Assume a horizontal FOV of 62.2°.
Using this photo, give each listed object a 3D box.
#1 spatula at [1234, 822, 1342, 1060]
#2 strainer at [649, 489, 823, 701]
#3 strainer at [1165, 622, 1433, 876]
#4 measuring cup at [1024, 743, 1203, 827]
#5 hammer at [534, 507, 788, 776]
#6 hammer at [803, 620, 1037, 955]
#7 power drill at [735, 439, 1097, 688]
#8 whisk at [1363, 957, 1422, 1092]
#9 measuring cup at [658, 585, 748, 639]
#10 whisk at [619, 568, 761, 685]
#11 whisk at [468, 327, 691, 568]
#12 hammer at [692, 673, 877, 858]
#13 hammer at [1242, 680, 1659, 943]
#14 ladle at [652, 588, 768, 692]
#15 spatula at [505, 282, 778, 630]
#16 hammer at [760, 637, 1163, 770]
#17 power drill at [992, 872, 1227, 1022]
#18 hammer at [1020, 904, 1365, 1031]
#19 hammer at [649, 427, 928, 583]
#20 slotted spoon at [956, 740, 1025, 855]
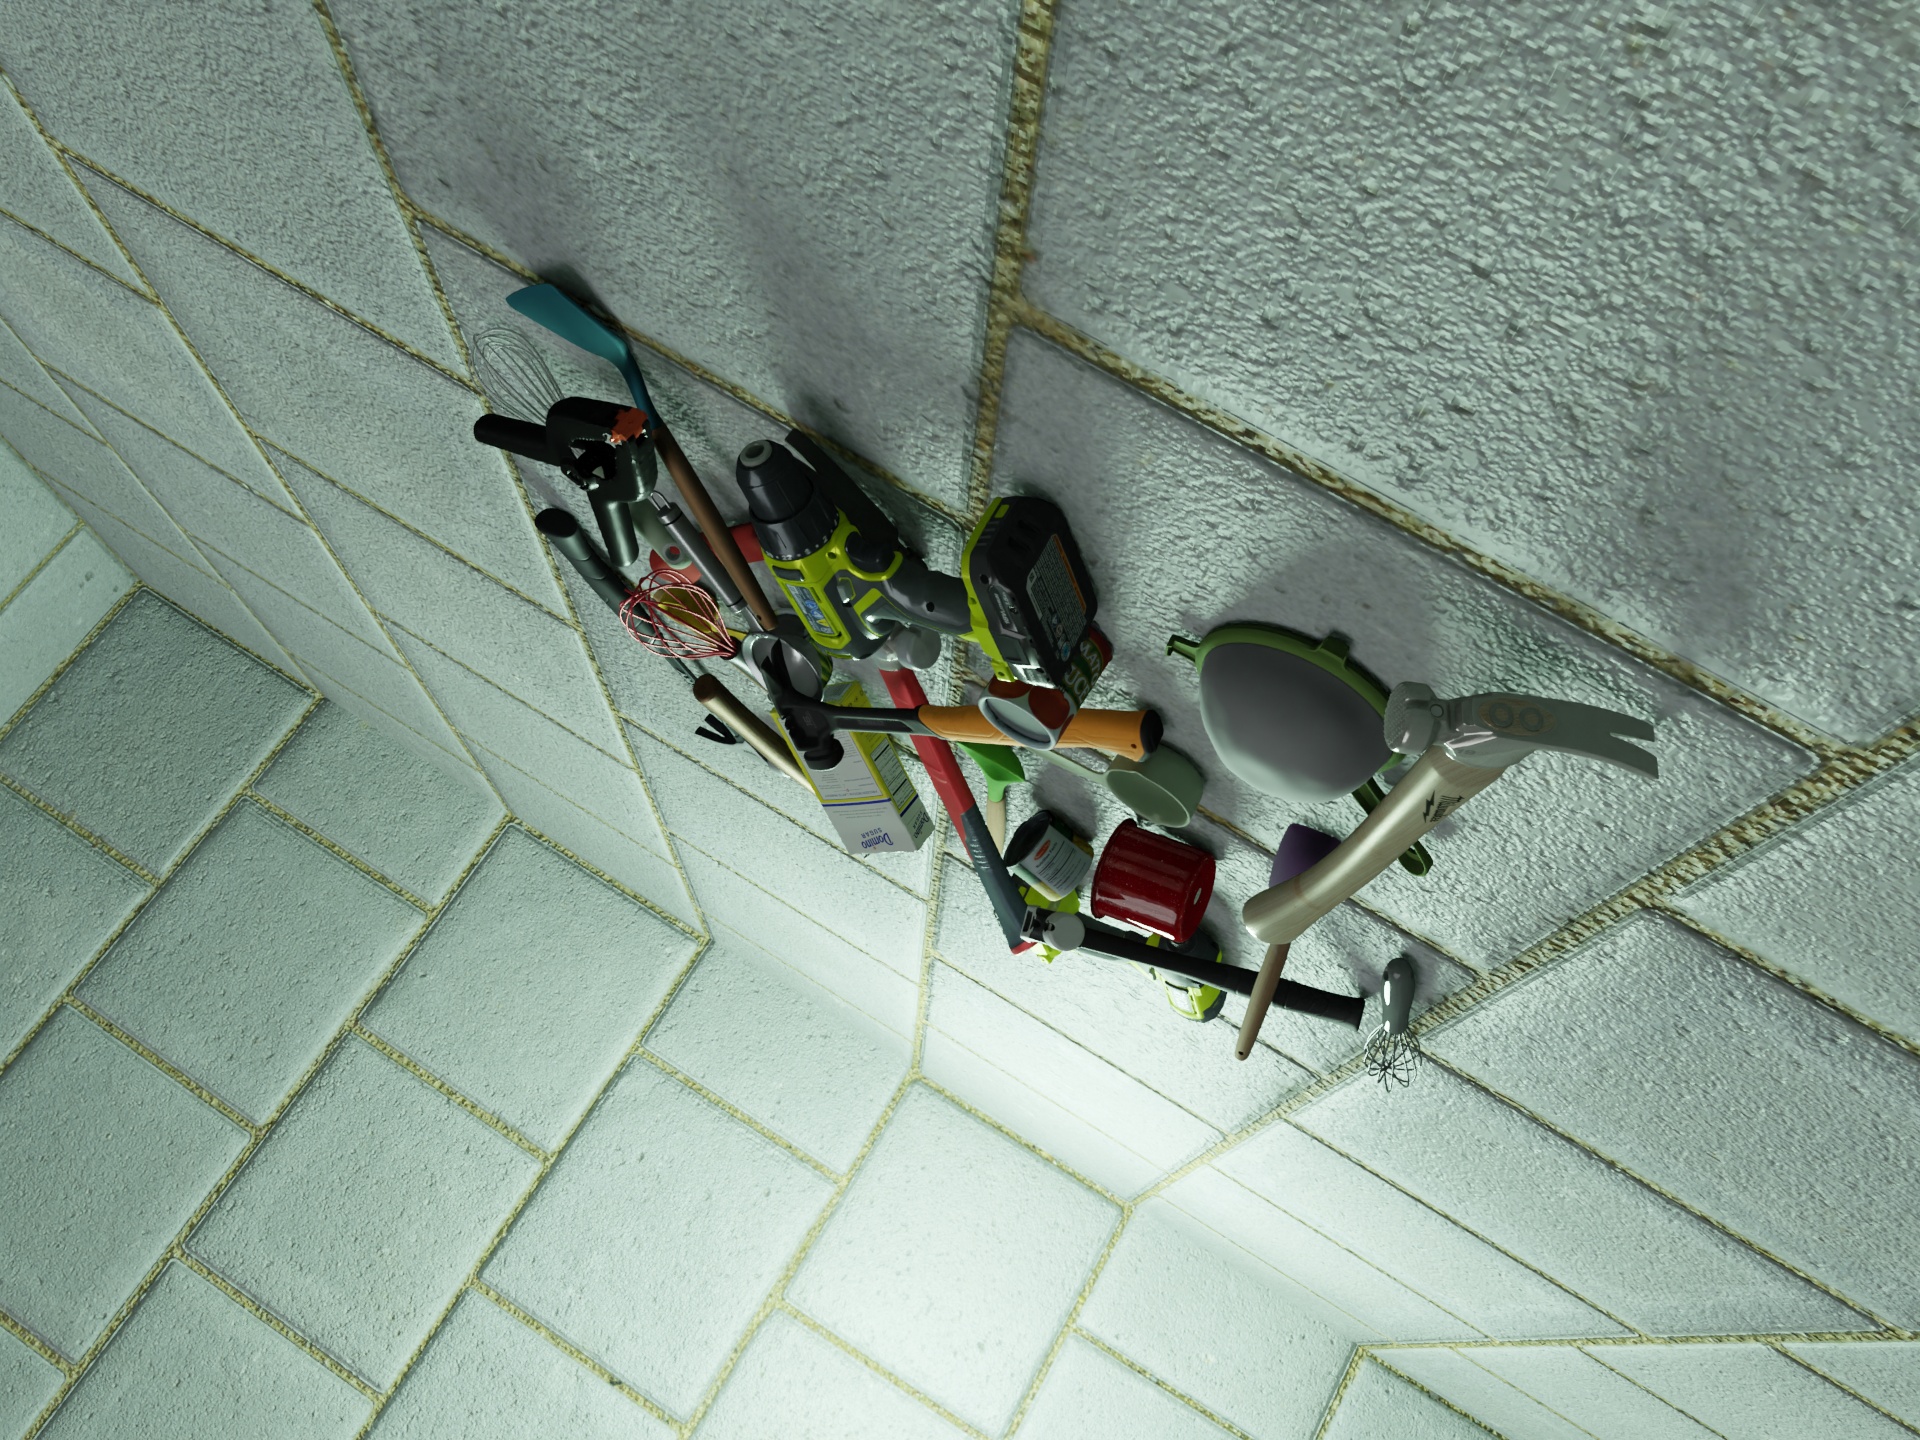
[{"bbox_3d":[0.264,0.194,1.313,0.060,0.018,0.315,23,139,15],"label":"spatula"},{"bbox_3d":[-0.179,-0.094,1.322,0.087,0.050,0.258,3,139,42],"label":"strainer"},{"bbox_3d":[0.239,0.042,1.056,0.151,0.069,0.256,5,144,53],"label":"strainer"},{"bbox_3d":[0.118,0.032,1.268,0.168,0.038,0.083,24,158,31],"label":"measuring cup"},{"bbox_3d":[-0.317,-0.079,1.684,0.149,0.036,0.408,18,154,40],"label":"hammer"},{"bbox_3d":[-0.015,0.062,1.417,0.143,0.038,0.385,16,140,45],"label":"hammer"},{"bbox_3d":[-0.038,-0.107,1.079,0.229,0.080,0.190,12,149,30],"label":"power drill"},{"bbox_3d":[0.381,0.267,1.397,0.055,0.055,0.238,23,154,26],"label":"whisk"},{"bbox_3d":[-0.211,-0.094,1.510,0.156,0.029,0.062,18,163,8],"label":"measuring cup"},{"bbox_3d":[-0.217,-0.070,1.425,0.073,0.073,0.295,24,176,24],"label":"whisk"},{"bbox_3d":[-0.304,-0.217,1.290,0.246,0.058,0.059,49,-167,-17],"label":"whisk"},{"bbox_3d":[-0.168,0.049,1.633,0.130,0.031,0.331,48,-179,41],"label":"hammer"},{"bbox_3d":[0.277,0.079,1.018,0.146,0.038,0.410,8,157,-5],"label":"hammer"},{"bbox_3d":[-0.186,-0.018,1.594,0.320,0.062,0.078,40,154,-9],"label":"ladle"},{"bbox_3d":[-0.227,-0.194,1.206,0.082,0.044,0.317,5,132,51],"label":"spatula"},{"bbox_3d":[-0.002,-0.004,1.259,0.337,0.034,0.127,3,135,29],"label":"hammer"},{"bbox_3d":[0.153,0.214,1.586,0.223,0.080,0.171,19,157,25],"label":"power drill"},{"bbox_3d":[0.210,0.222,1.417,0.334,0.035,0.146,17,173,-13],"label":"hammer"},{"bbox_3d":[-0.173,-0.151,1.290,0.149,0.037,0.359,44,157,-27],"label":"hammer"},{"bbox_3d":[0.032,0.078,1.522,0.070,0.031,0.313,29,162,13],"label":"slotted spoon"}]
